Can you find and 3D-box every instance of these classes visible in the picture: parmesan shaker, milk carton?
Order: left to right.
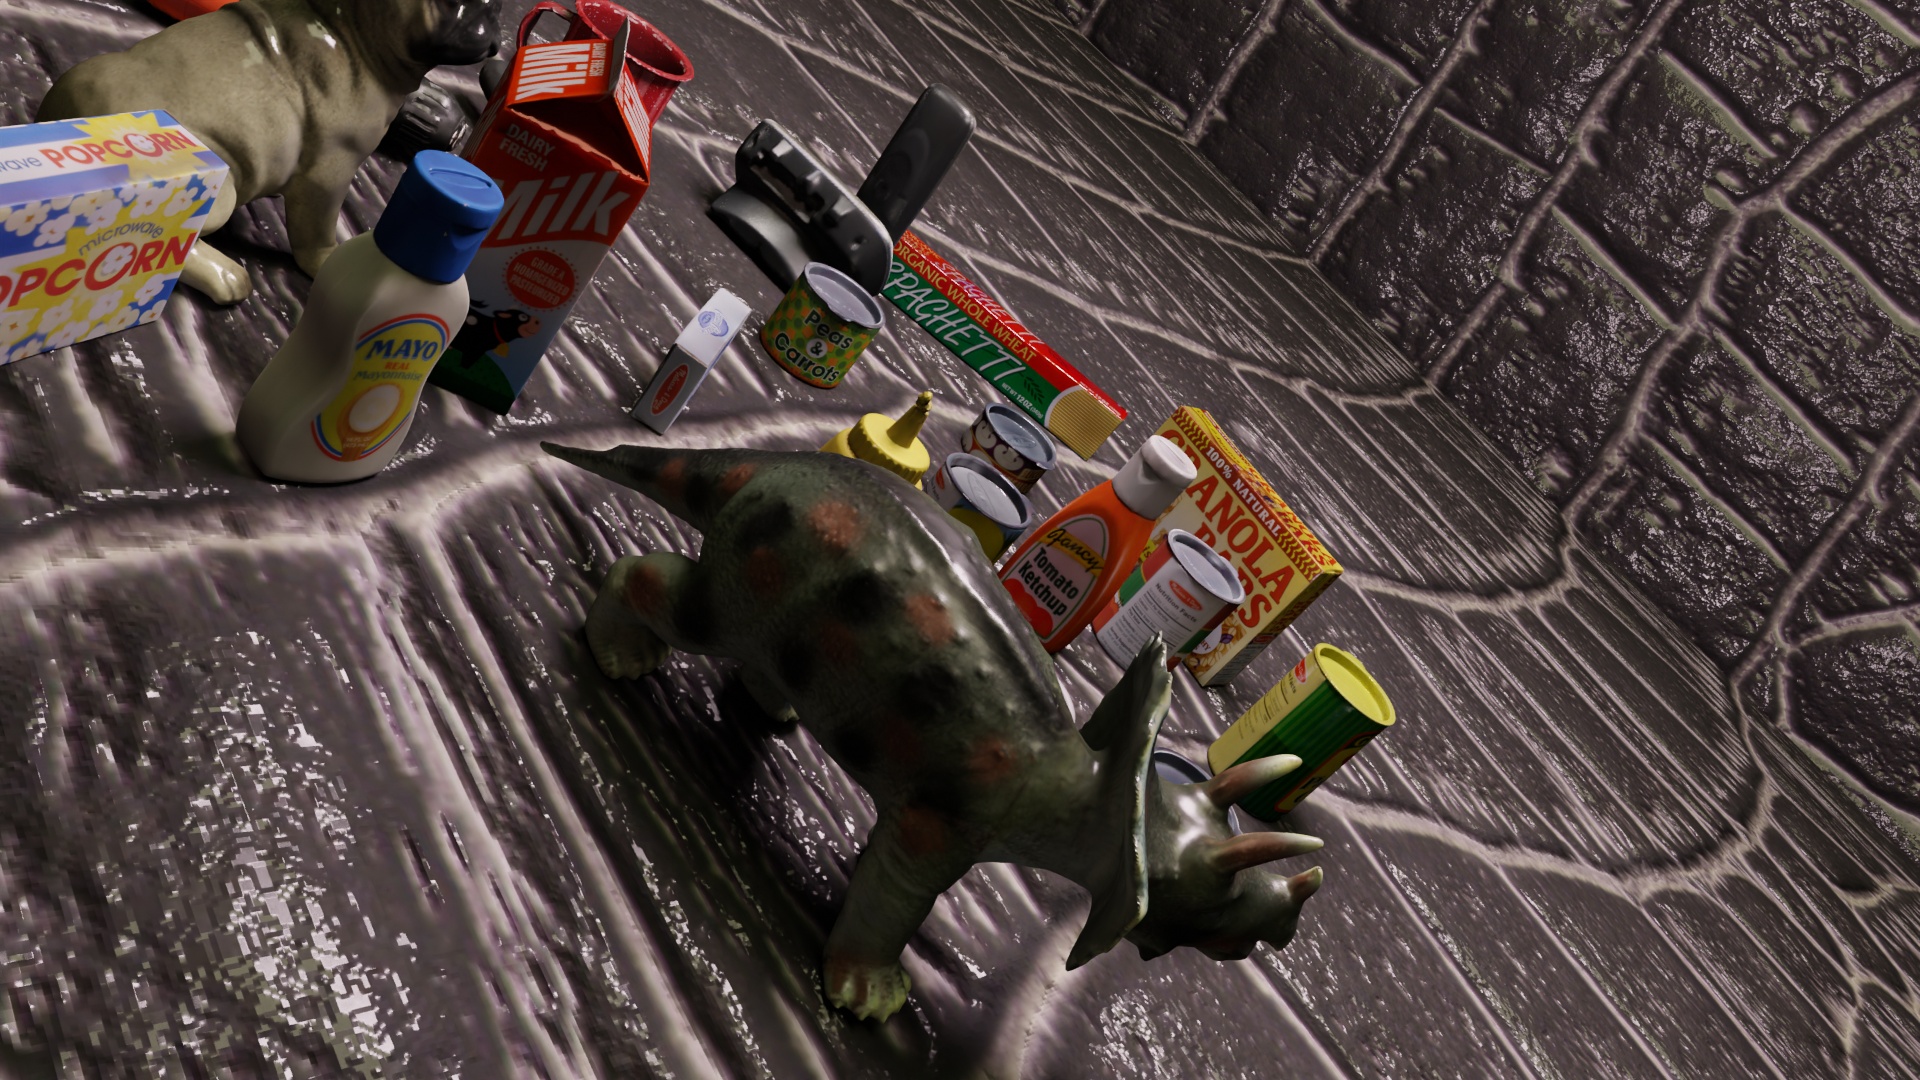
[{"bbox_3d":[-0.206,-0.161,0.666,0.073,0.189,0.073,26,29,-29],"label":"milk carton"},{"bbox_3d":[0.218,0.123,0.892,0.071,0.102,0.071,32,26,-18],"label":"parmesan shaker"}]

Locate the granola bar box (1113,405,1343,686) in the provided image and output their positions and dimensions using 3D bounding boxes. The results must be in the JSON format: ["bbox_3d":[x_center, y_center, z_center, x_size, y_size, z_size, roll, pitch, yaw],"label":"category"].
[{"bbox_3d":[0.176,0.003,1.003,0.039,0.123,0.166,7,41,-50],"label":"granola bar box"}]

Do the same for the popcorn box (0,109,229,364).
[{"bbox_3d":[-0.345,-0.111,0.518,0.038,0.085,0.127,39,25,-3],"label":"popcorn box"}]

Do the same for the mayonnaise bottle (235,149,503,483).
[{"bbox_3d":[-0.234,-0.087,0.559,0.041,0.147,0.065,50,26,19],"label":"mayonnaise bottle"}]

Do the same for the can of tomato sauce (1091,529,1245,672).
[{"bbox_3d":[0.139,0.044,0.934,0.071,0.082,0.071,32,26,-18],"label":"can of tomato sauce"}]

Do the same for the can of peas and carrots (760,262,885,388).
[{"bbox_3d":[-0.094,-0.145,0.947,0.071,0.058,0.071,32,27,-18],"label":"can of peas and carrots"}]

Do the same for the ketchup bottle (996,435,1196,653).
[{"bbox_3d":[0.083,0.000,0.852,0.065,0.148,0.043,48,26,16],"label":"ketchup bottle"}]

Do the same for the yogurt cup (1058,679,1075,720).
[{"bbox_3d":[0.018,0.092,0.726,0.072,0.053,0.073,32,27,-18],"label":"yogurt cup"}]

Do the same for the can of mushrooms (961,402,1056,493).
[{"bbox_3d":[0.037,-0.067,1.030,0.071,0.033,0.071,32,27,-18],"label":"can of mushrooms"}]

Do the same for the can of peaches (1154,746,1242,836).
[{"bbox_3d":[0.106,0.155,0.739,0.071,0.058,0.071,32,27,-18],"label":"can of peaches"}]

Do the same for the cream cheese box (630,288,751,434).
[{"bbox_3d":[-0.155,-0.106,0.806,0.024,0.053,0.104,35,26,-12],"label":"cream cheese box"}]

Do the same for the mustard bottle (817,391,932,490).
[{"bbox_3d":[-0.057,-0.012,0.666,0.065,0.159,0.049,33,26,-16],"label":"mustard bottle"}]

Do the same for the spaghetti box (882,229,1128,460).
[{"bbox_3d":[0.027,-0.164,1.154,0.250,0.050,0.029,39,25,-3],"label":"spaghetti box"}]

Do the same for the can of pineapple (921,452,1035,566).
[{"bbox_3d":[0.003,-0.011,0.866,0.071,0.057,0.071,32,27,-18],"label":"can of pineapple"}]
